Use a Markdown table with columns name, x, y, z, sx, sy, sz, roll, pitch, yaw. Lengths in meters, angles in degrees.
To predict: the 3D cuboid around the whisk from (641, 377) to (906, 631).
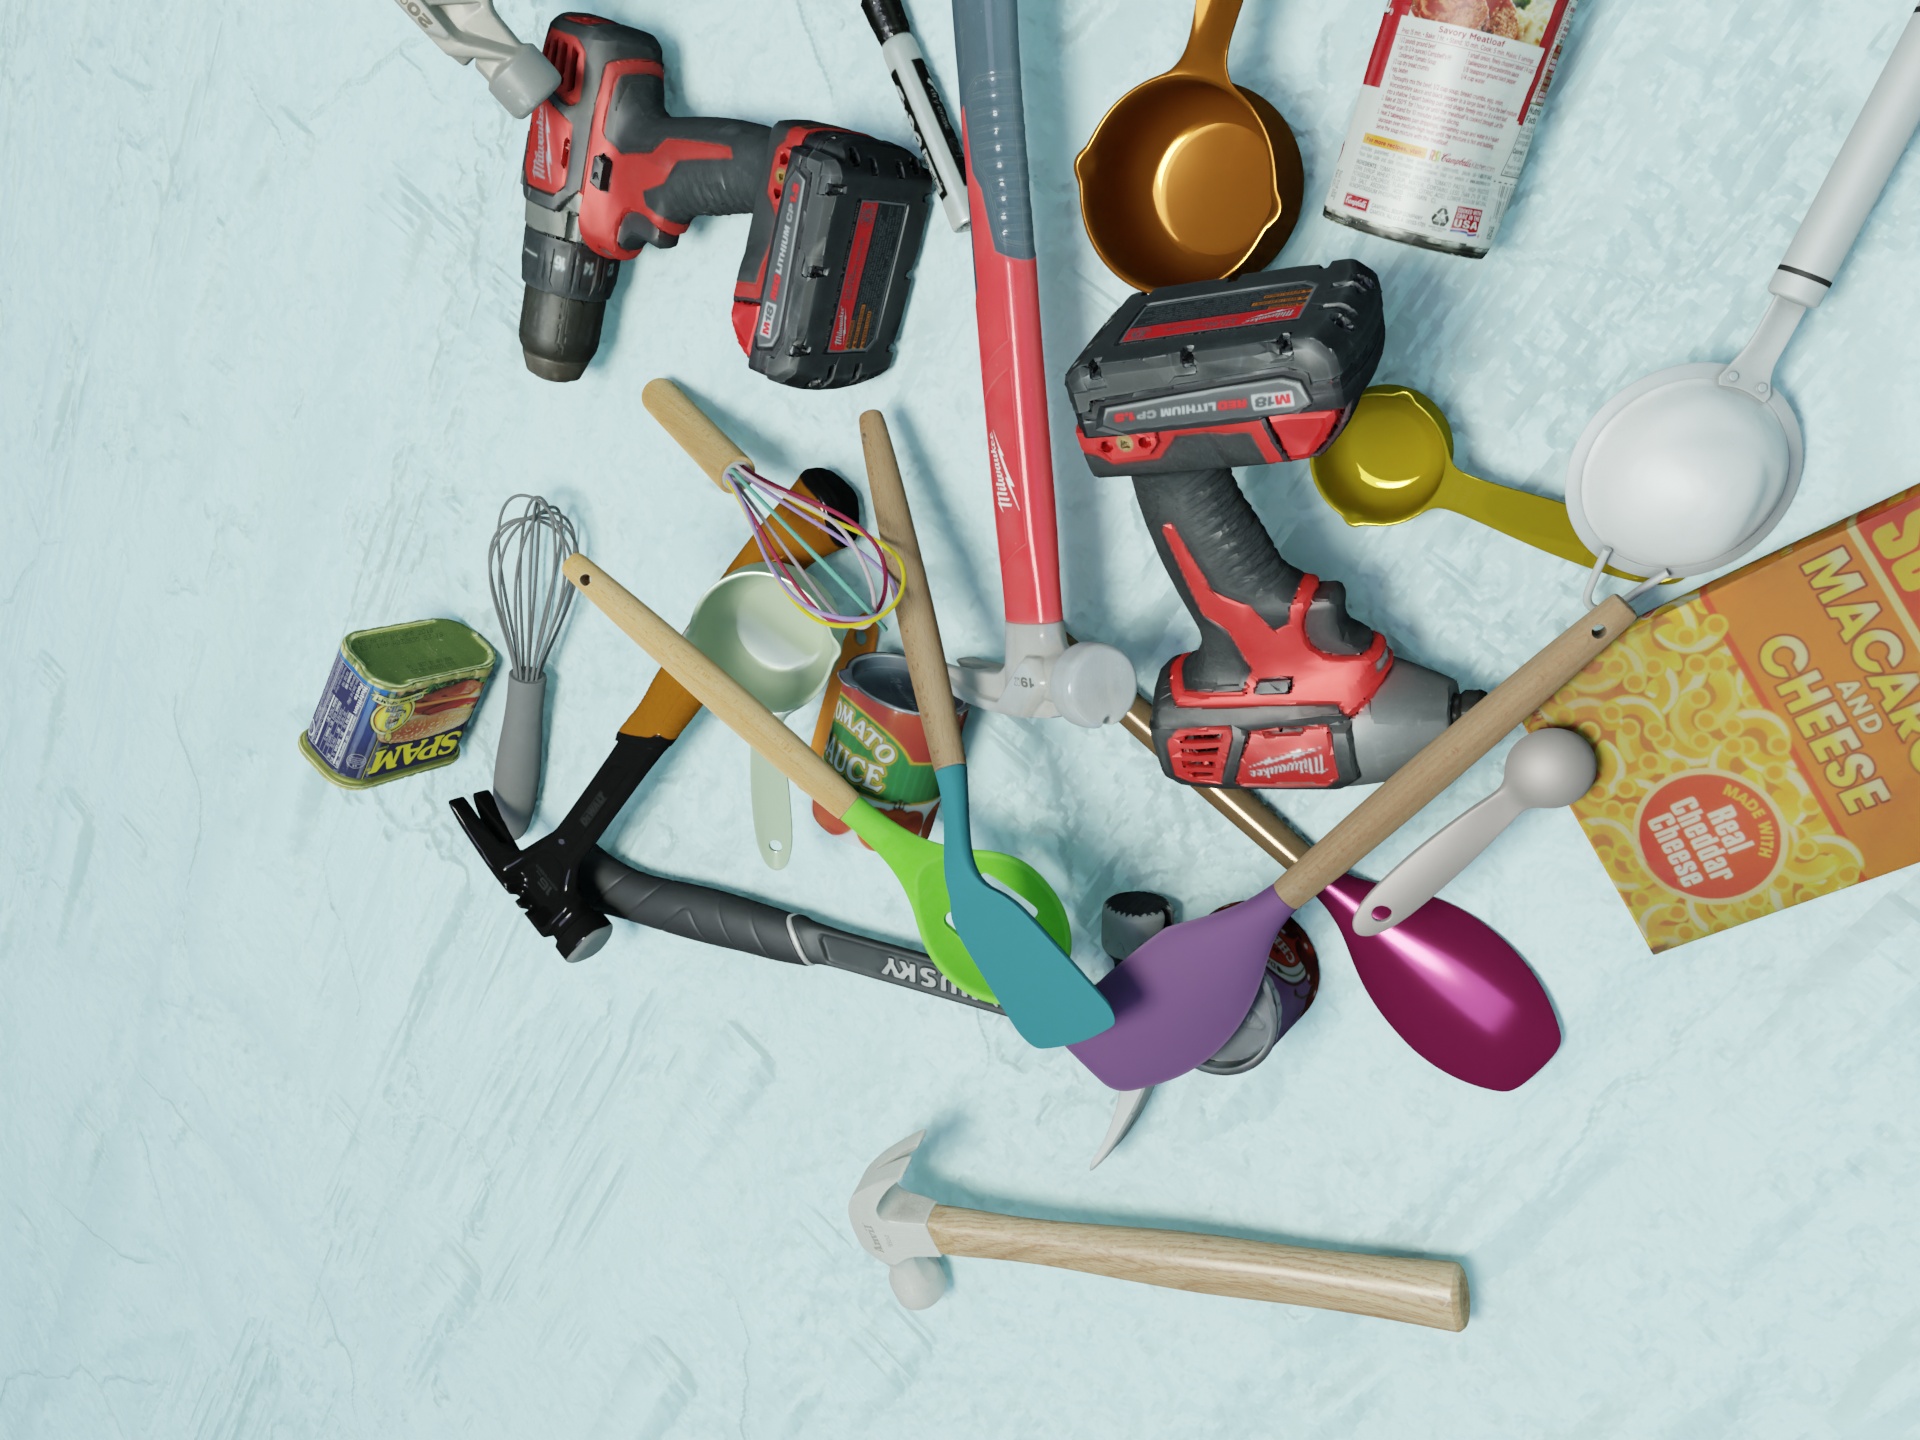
| name | x | y | z | sx | sy | sz | roll | pitch | yaw |
| --- | --- | --- | --- | --- | --- | --- | --- | --- | --- |
| whisk | -0.099 | -0.114 | 0.798 | 0.047 | 0.051 | 0.245 | -52 | 50 | 9 |

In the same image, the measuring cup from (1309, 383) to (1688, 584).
| name | x | y | z | sx | sy | sz | roll | pitch | yaw |
| --- | --- | --- | --- | --- | --- | --- | --- | --- | --- |
| measuring cup | 0.221 | -0.093 | 0.654 | 0.156 | 0.029 | 0.062 | 24 | 124 | 12 |

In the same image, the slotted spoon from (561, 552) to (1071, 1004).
| name | x | y | z | sx | sy | sz | roll | pitch | yaw |
| --- | --- | --- | --- | --- | --- | --- | --- | --- | --- |
| slotted spoon | -0.072 | 0.024 | 0.777 | 0.314 | 0.031 | 0.070 | 41 | 99 | -1 |

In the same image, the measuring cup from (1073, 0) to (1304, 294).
| name | x | y | z | sx | sy | sz | roll | pitch | yaw |
| --- | --- | --- | --- | --- | --- | --- | --- | --- | --- |
| measuring cup | 0.109 | -0.263 | 0.656 | 0.095 | 0.052 | 0.173 | 23 | 113 | 25 |

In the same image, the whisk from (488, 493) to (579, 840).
| name | x | y | z | sx | sy | sz | roll | pitch | yaw |
| --- | --- | --- | --- | --- | --- | --- | --- | --- | --- |
| whisk | -0.266 | -0.027 | 0.964 | 0.055 | 0.055 | 0.238 | 27 | 121 | 23 |

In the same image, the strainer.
| name | x | y | z | sx | sy | sz | roll | pitch | yaw |
| --- | --- | --- | --- | --- | --- | --- | --- | --- | --- |
| strainer | 0.296 | -0.148 | 0.571 | 0.087 | 0.050 | 0.258 | 19 | 110 | -6 |

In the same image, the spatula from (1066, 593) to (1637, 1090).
| name | x | y | z | sx | sy | sz | roll | pitch | yaw |
| --- | --- | --- | --- | --- | --- | --- | --- | --- | --- |
| spatula | 0.158 | 0.060 | 0.673 | 0.060 | 0.018 | 0.316 | 43 | 116 | 1 |

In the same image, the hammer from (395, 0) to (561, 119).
| name | x | y | z | sx | sy | sz | roll | pitch | yaw |
| --- | --- | --- | --- | --- | --- | --- | --- | --- | --- |
| hammer | -0.119 | -0.432 | 0.691 | 0.359 | 0.037 | 0.149 | -32 | 119 | 18 |

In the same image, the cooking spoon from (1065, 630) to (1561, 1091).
| name | x | y | z | sx | sy | sz | roll | pitch | yaw |
| --- | --- | --- | --- | --- | --- | --- | --- | --- | --- |
| cooking spoon | 0.142 | 0.050 | 0.742 | 0.319 | 0.017 | 0.068 | 43 | 117 | 16 |

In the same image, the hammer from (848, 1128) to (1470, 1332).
| name | x | y | z | sx | sy | sz | roll | pitch | yaw |
| --- | --- | --- | --- | --- | --- | --- | --- | --- | --- |
| hammer | 0.088 | 0.272 | 0.816 | 0.331 | 0.031 | 0.130 | -3 | 126 | 28 |

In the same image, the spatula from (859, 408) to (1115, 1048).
| name | x | y | z | sx | sy | sz | roll | pitch | yaw |
| --- | --- | --- | --- | --- | --- | --- | --- | --- | --- |
| spatula | -0.001 | -0.002 | 0.748 | 0.082 | 0.044 | 0.318 | -38 | 61 | 59 |

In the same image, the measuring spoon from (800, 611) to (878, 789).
| name | x | y | z | sx | sy | sz | roll | pitch | yaw |
| --- | --- | --- | --- | --- | --- | --- | --- | --- | --- |
| measuring spoon | -0.069 | -0.008 | 0.864 | 0.021 | 0.011 | 0.116 | 34 | 119 | 20 |

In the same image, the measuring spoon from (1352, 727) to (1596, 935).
| name | x | y | z | sx | sy | sz | roll | pitch | yaw |
| --- | --- | --- | --- | --- | --- | --- | --- | --- | --- |
| measuring spoon | 0.205 | 0.051 | 0.642 | 0.034 | 0.018 | 0.124 | 38 | 116 | -10 |

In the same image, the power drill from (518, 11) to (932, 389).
| name | x | y | z | sx | sy | sz | roll | pitch | yaw |
| --- | --- | --- | --- | --- | --- | --- | --- | --- | --- |
| power drill | -0.139 | -0.237 | 0.806 | 0.227 | 0.080 | 0.187 | 29 | 117 | 26 |

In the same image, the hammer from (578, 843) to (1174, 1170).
| name | x | y | z | sx | sy | sz | roll | pitch | yaw |
| --- | --- | --- | --- | --- | --- | --- | --- | --- | --- |
| hammer | -0.071 | 0.132 | 0.893 | 0.409 | 0.036 | 0.149 | 10 | 110 | 31 |

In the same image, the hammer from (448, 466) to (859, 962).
| name | x | y | z | sx | sy | sz | roll | pitch | yaw |
| --- | --- | --- | --- | --- | --- | --- | --- | --- | --- |
| hammer | -0.168 | -0.013 | 0.891 | 0.127 | 0.034 | 0.336 | 48 | 116 | 13 |

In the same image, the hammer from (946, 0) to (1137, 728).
| name | x | y | z | sx | sy | sz | roll | pitch | yaw |
| --- | --- | --- | --- | --- | --- | --- | --- | --- | --- |
| hammer | 0.012 | -0.194 | 0.714 | 0.143 | 0.038 | 0.386 | 14 | 112 | 59 |

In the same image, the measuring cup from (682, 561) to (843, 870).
| name | x | y | z | sx | sy | sz | roll | pitch | yaw |
| --- | --- | --- | --- | --- | --- | --- | --- | --- | --- |
| measuring cup | -0.096 | -0.003 | 0.830 | 0.083 | 0.038 | 0.167 | 4 | 114 | 10 |

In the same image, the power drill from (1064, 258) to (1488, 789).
| name | x | y | z | sx | sy | sz | roll | pitch | yaw |
| --- | --- | --- | --- | --- | --- | --- | --- | --- | --- |
| power drill | 0.133 | -0.065 | 0.649 | 0.143 | 0.079 | 0.219 | -1 | 126 | 29 |
